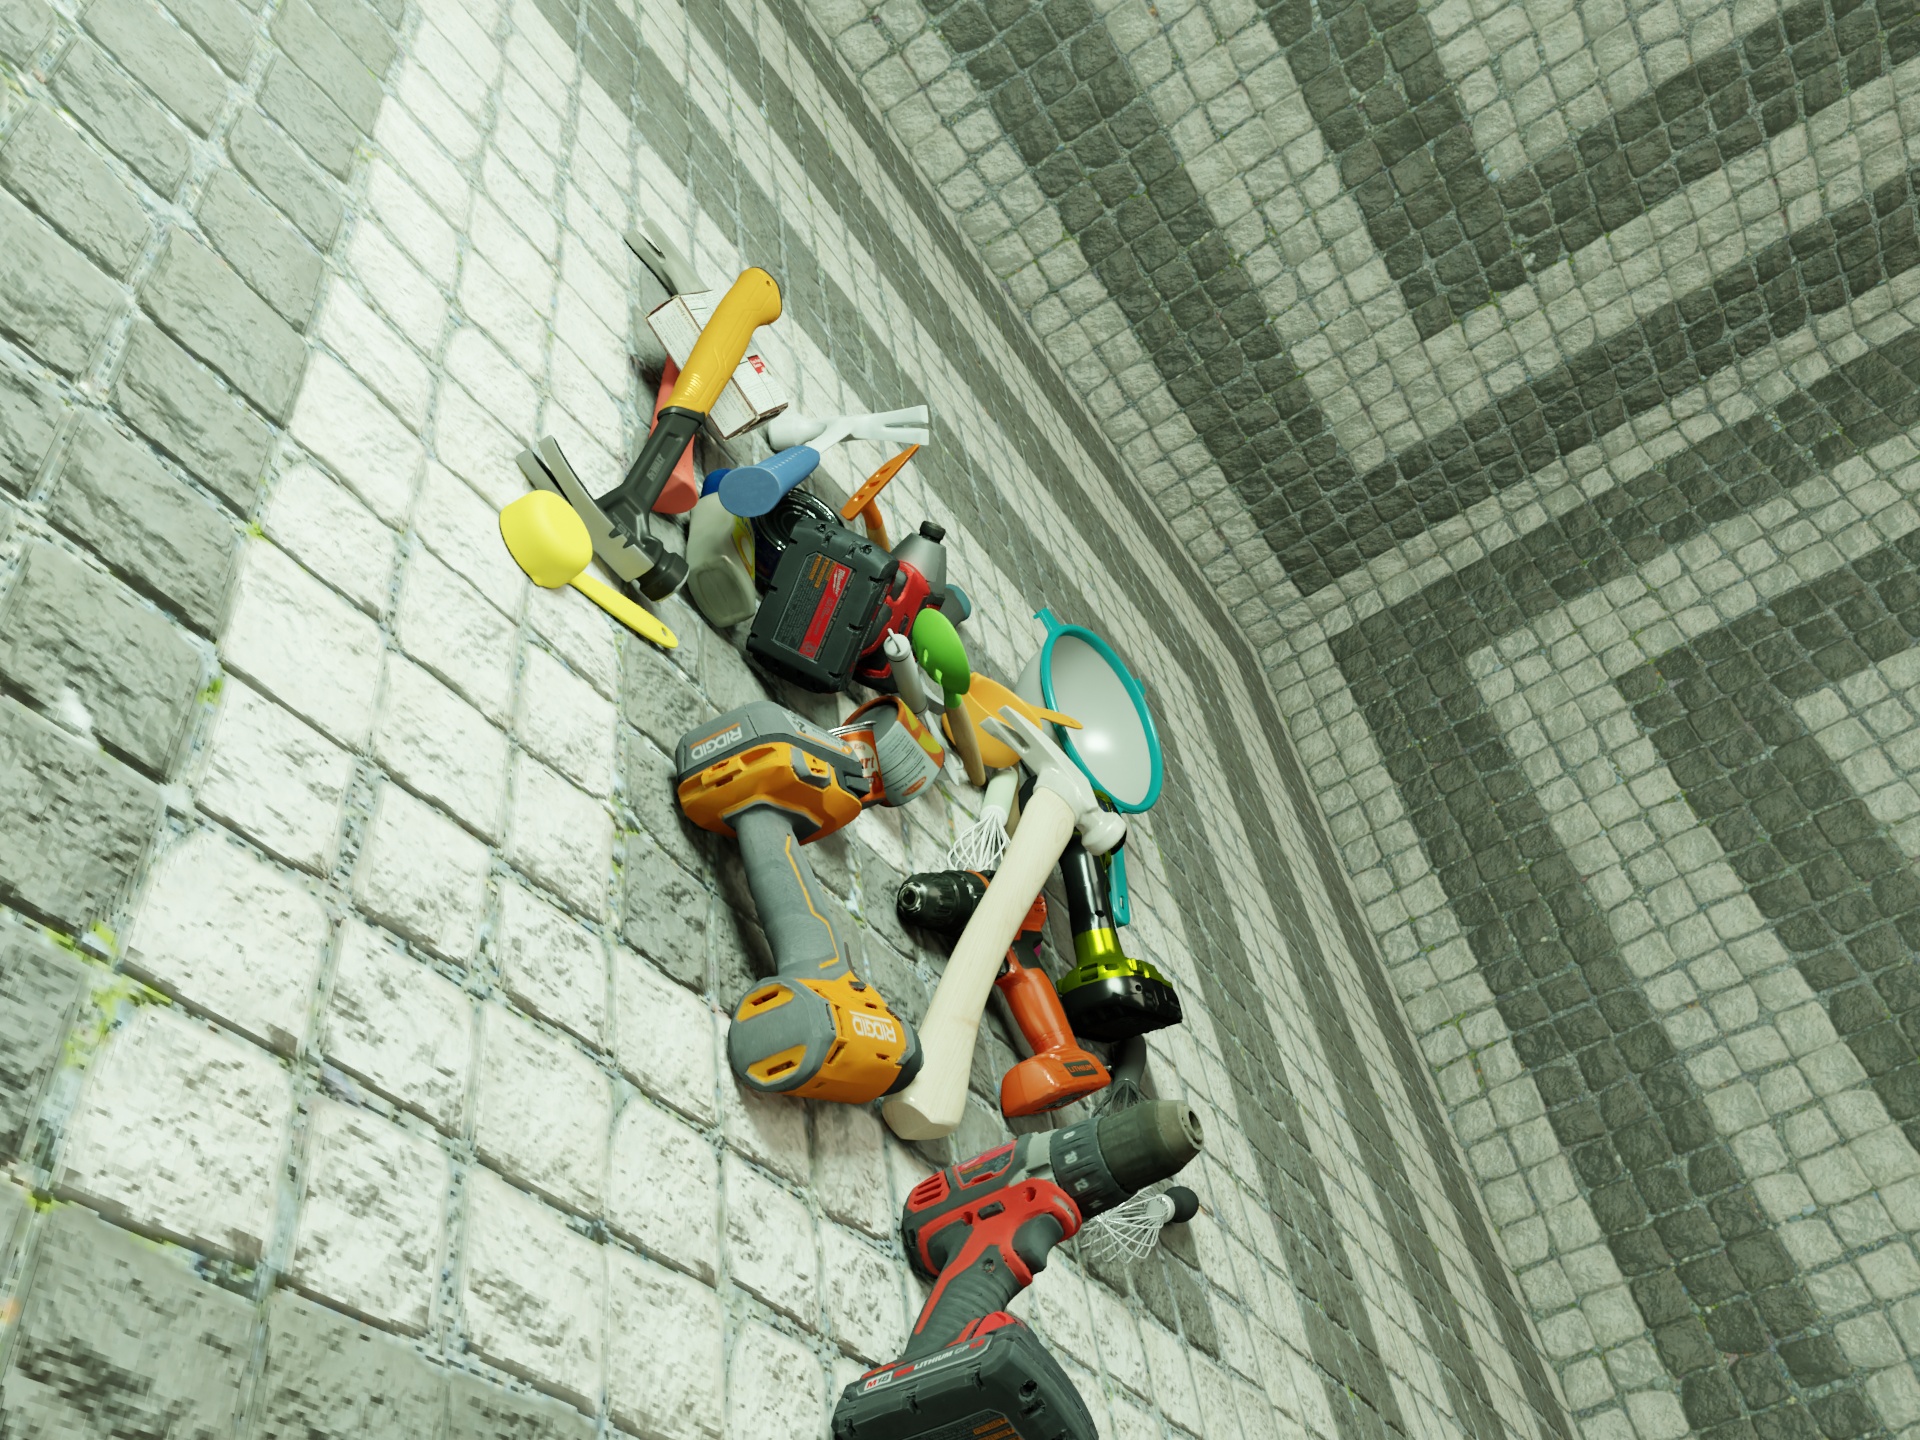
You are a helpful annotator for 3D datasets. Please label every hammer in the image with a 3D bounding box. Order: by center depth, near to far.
[{"bbox_3d":[-0.193,-0.230,1.110,0.127,0.034,0.337,48,37,-27],"label":"hammer"},{"bbox_3d":[0.020,0.138,1.141,0.146,0.038,0.411,46,33,-10],"label":"hammer"},{"bbox_3d":[-0.114,-0.208,1.238,0.406,0.144,0.035,-73,160,-73],"label":"hammer"},{"bbox_3d":[-0.224,-0.272,1.248,0.149,0.036,0.359,50,19,-31],"label":"hammer"},{"bbox_3d":[-0.033,-0.084,1.497,0.128,0.033,0.331,63,15,-8],"label":"hammer"}]

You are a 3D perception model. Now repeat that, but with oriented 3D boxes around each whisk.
[{"bbox_3d":[0.149,0.385,1.246,0.070,0.070,0.284,68,14,21],"label":"whisk"},{"bbox_3d":[0.144,0.314,1.356,0.055,0.055,0.239,60,13,-5],"label":"whisk"},{"bbox_3d":[0.028,0.089,1.389,0.246,0.058,0.059,-69,163,-70],"label":"whisk"}]

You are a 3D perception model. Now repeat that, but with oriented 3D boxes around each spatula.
[{"bbox_3d":[-0.065,-0.154,1.348,0.041,0.081,0.322,40,-9,10],"label":"spatula"}]

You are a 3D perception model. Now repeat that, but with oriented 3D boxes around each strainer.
[{"bbox_3d":[-0.036,-0.009,1.260,0.258,0.050,0.087,75,-7,-64],"label":"strainer"},{"bbox_3d":[0.119,0.066,1.629,0.210,0.095,0.341,33,43,-42],"label":"strainer"}]

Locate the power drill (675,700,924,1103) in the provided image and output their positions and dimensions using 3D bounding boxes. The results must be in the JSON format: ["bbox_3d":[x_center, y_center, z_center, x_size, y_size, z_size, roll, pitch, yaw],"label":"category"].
[{"bbox_3d":[-0.086,0.117,0.948,0.164,0.084,0.227,33,36,-58],"label":"power drill"}]

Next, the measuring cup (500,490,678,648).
[{"bbox_3d":[-0.217,-0.088,0.977,0.156,0.029,0.062,39,27,-48],"label":"measuring cup"}]

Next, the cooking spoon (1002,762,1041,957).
[{"bbox_3d":[0.046,0.116,1.436,0.068,0.017,0.319,45,22,-20],"label":"cooking spoon"}]

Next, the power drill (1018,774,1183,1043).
[{"bbox_3d":[0.127,0.167,1.423,0.171,0.080,0.223,31,43,-59],"label":"power drill"}]

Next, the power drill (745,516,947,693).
[{"bbox_3d":[-0.070,-0.090,1.215,0.078,0.143,0.219,26,9,13],"label":"power drill"}]

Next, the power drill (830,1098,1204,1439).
[{"bbox_3d":[0.038,0.295,0.841,0.080,0.188,0.227,56,21,-12],"label":"power drill"}]

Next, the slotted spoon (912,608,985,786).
[{"bbox_3d":[-0.002,-0.004,1.317,0.070,0.031,0.313,52,-8,23],"label":"slotted spoon"}]

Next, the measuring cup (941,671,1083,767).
[{"bbox_3d":[0.052,0.010,1.499,0.173,0.052,0.095,13,30,-50],"label":"measuring cup"}]
